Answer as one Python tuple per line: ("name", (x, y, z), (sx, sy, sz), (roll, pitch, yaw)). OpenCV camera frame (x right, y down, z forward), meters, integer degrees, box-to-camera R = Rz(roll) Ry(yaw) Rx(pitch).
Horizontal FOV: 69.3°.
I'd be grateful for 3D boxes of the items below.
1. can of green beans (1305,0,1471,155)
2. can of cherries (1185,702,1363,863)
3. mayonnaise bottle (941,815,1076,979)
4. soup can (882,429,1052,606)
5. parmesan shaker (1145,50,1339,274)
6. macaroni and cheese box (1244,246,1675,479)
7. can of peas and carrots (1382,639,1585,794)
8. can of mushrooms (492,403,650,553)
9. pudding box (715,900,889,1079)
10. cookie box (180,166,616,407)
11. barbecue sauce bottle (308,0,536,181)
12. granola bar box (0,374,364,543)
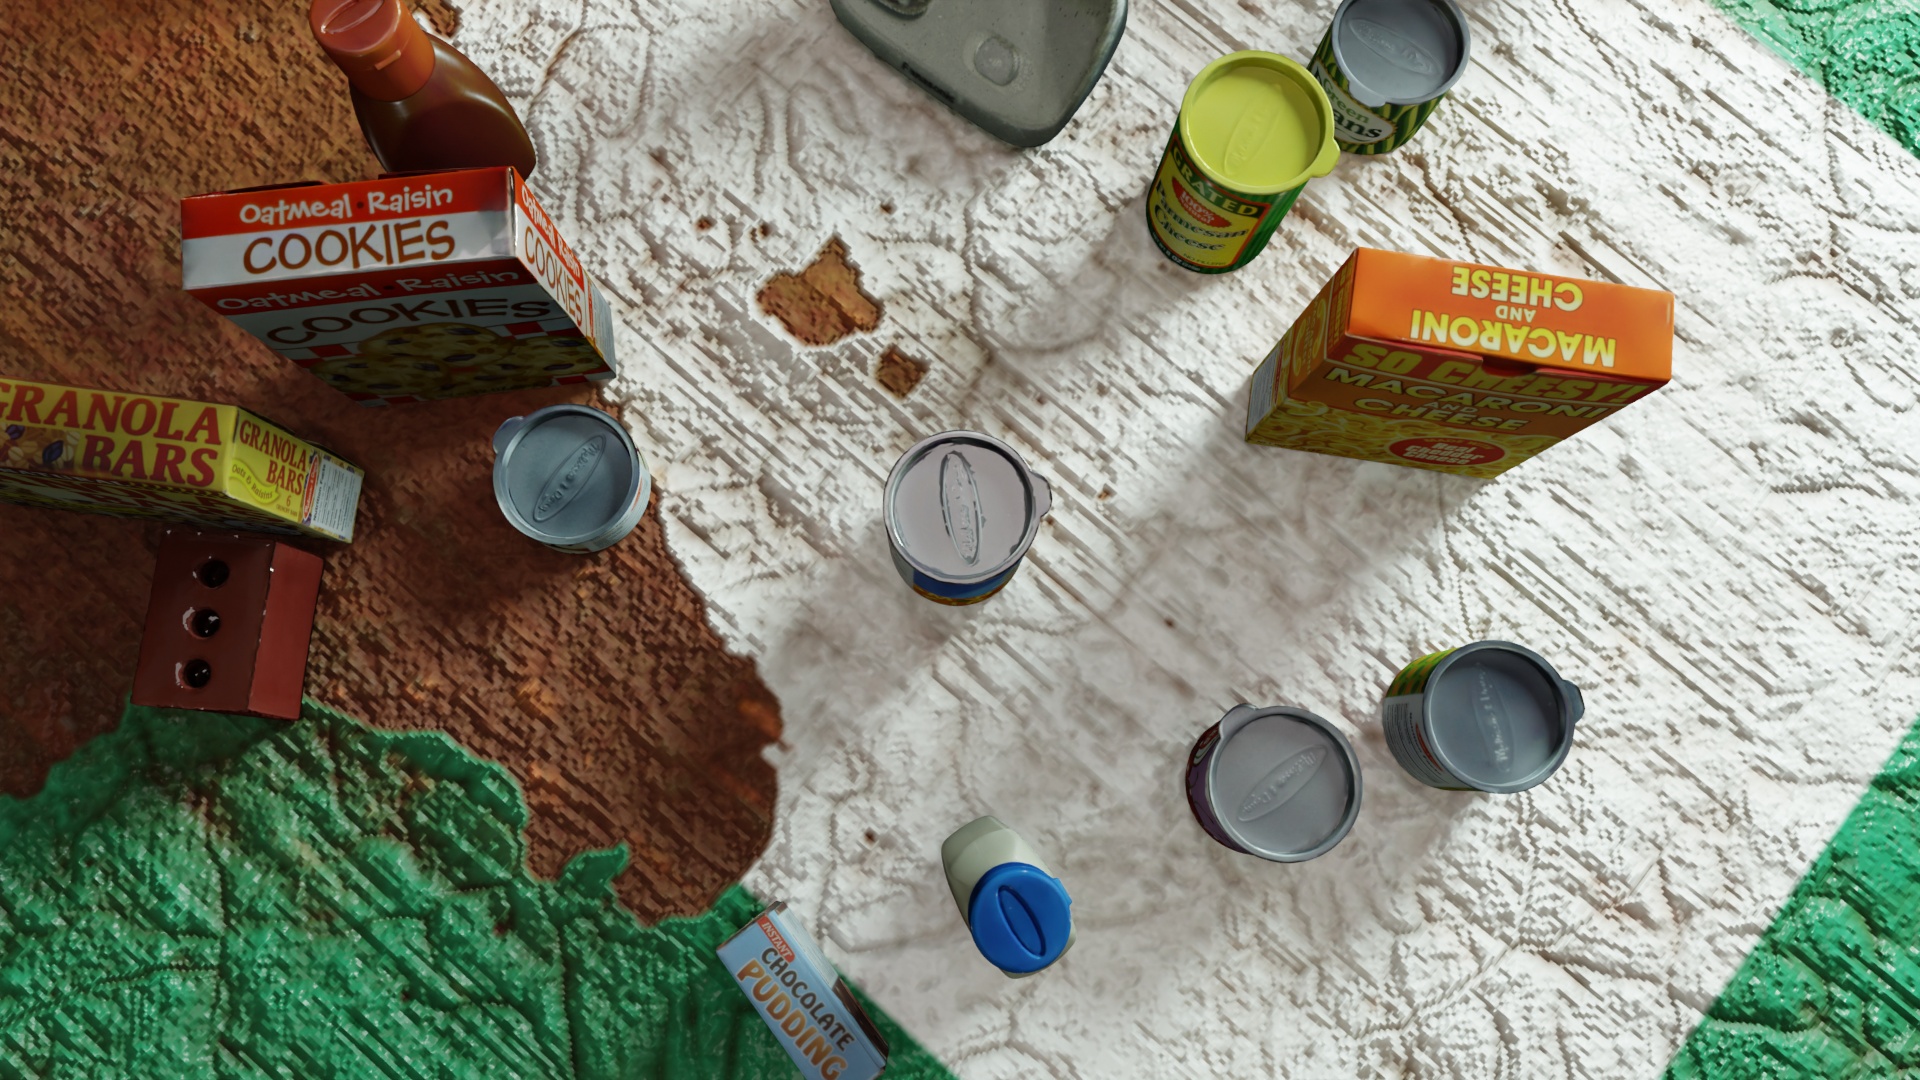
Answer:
("can of green beans", (0.205, -0.230, 0.678), (0.071, 0.057, 0.071), (0, 80, -1))
("can of cherries", (0.136, 0.105, 0.616), (0.071, 0.058, 0.071), (0, 80, -1))
("mayonnaise bottle", (0.019, 0.146, 0.561), (0.041, 0.148, 0.065), (-31, 83, -6))
("soup can", (0.002, -0.008, 0.620), (0.071, 0.083, 0.071), (0, 80, -1))
("parmesan shaker", (0.127, -0.169, 0.642), (0.071, 0.103, 0.071), (0, 80, -1))
("macaroni and cheese box", (0.202, -0.069, 0.594), (0.124, 0.166, 0.040), (8, 81, 0))
("can of peas and carrots", (0.233, 0.079, 0.623), (0.071, 0.058, 0.071), (0, 80, -1))
("can of mushrooms", (-0.181, -0.029, 0.645), (0.071, 0.033, 0.071), (0, 80, -1))
("pudding box", (-0.067, 0.199, 0.599), (0.030, 0.049, 0.084), (-37, 83, -7))
("cookie box", (-0.226, -0.103, 0.589), (0.123, 0.167, 0.040), (-7, 81, -2))
("barbecue sauce bottle", (-0.238, -0.193, 0.614), (0.065, 0.148, 0.044), (-34, 83, -6))
("granola bar box", (-0.364, -0.036, 0.595), (0.166, 0.124, 0.039), (7, 81, 0))
